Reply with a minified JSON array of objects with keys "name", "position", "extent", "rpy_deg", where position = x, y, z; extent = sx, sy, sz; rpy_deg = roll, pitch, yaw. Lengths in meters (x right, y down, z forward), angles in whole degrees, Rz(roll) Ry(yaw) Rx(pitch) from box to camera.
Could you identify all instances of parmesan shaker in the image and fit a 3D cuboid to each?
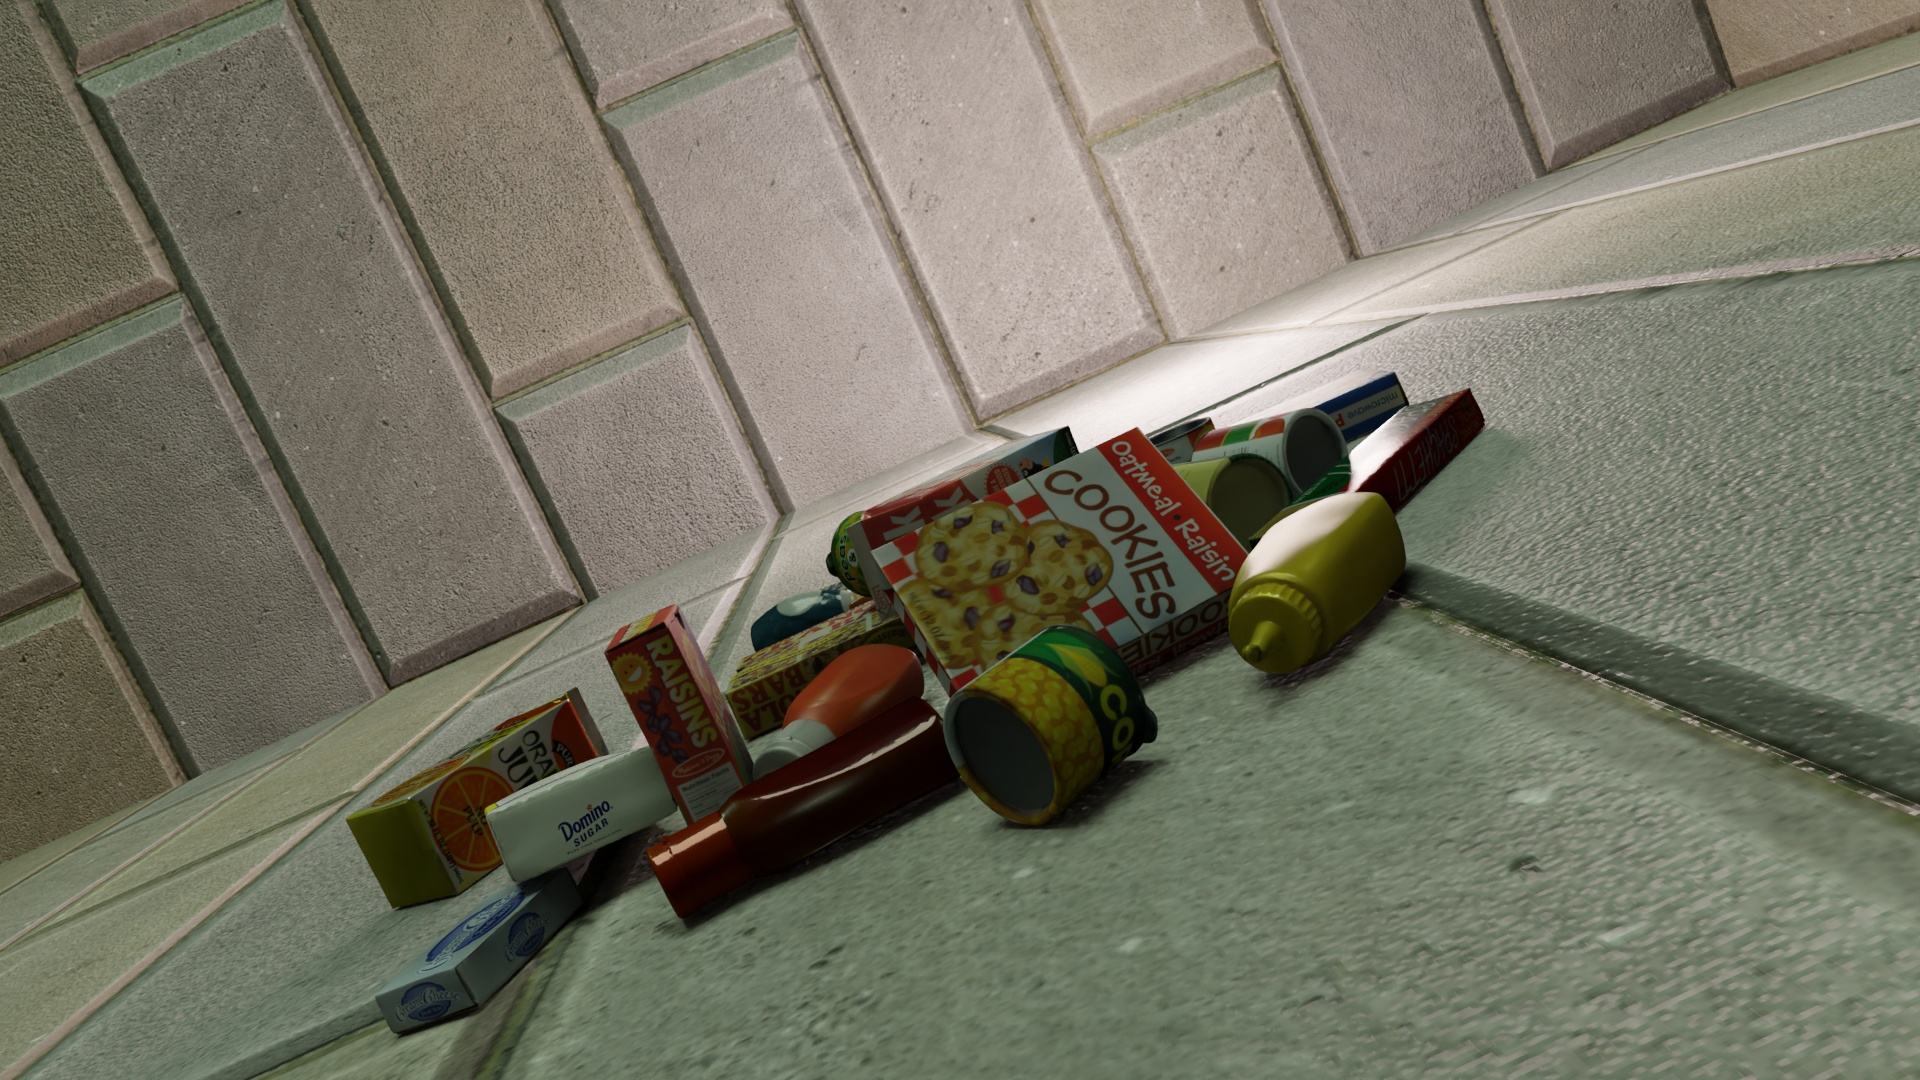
[{"name":"parmesan shaker","position":[0.152,-0.015,0.872],"extent":[0.071,0.071,0.103],"rpy_deg":[-27,9,-23]}]

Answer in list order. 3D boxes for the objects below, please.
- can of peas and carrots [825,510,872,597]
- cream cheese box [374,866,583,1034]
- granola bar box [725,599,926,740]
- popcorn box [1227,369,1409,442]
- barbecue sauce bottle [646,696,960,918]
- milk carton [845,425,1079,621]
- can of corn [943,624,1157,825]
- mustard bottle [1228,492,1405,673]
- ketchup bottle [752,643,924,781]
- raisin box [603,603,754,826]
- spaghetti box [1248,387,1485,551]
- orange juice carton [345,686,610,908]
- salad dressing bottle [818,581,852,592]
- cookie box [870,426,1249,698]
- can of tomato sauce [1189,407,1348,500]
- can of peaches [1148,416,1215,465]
[{"name":"can of peas and carrots","position":[-0.055,0.007,1.021],"extent":[0.071,0.071,0.058],"rpy_deg":[-29,9,-33]},{"name":"cream cheese box","position":[-0.240,0.205,0.699],"extent":[0.053,0.024,0.104],"rpy_deg":[-23,7,18]},{"name":"granola bar box","position":[-0.084,0.081,1.013],"extent":[0.166,0.039,0.124],"rpy_deg":[-24,7,-1]},{"name":"popcorn box","position":[0.282,-0.095,1.106],"extent":[0.127,0.038,0.085],"rpy_deg":[-23,9,2]},{"name":"barbecue sauce bottle","position":[-0.074,0.127,0.661],"extent":[0.149,0.043,0.065],"rpy_deg":[-27,8,-15]},{"name":"milk carton","position":[0.004,-0.012,0.981],"extent":[0.191,0.072,0.073],"rpy_deg":[-27,10,-37]},{"name":"can of corn","position":[0.037,0.078,0.582],"extent":[0.058,0.071,0.071],"rpy_deg":[-31,10,-39]},{"name":"mustard bottle","position":[0.158,0.024,0.640],"extent":[0.065,0.048,0.161],"rpy_deg":[-19,10,37]},{"name":"ketchup bottle","position":[-0.072,0.104,0.799],"extent":[0.064,0.043,0.149],"rpy_deg":[-8,13,20]},{"name":"raisin box","position":[-0.147,0.101,0.757],"extent":[0.040,0.123,0.086],"rpy_deg":[-25,7,-5]},{"name":"spaghetti box","position":[0.255,-0.039,0.848],"extent":[0.050,0.028,0.251],"rpy_deg":[-16,11,43]},{"name":"orange juice carton","position":[-0.320,0.173,0.977],"extent":[0.073,0.071,0.193],"rpy_deg":[-19,9,32]},{"name":"salad dressing bottle","position":[-0.074,0.046,1.194],"extent":[0.147,0.044,0.064],"rpy_deg":[-22,7,13]},{"name":"cookie box","position":[0.056,0.022,0.731],"extent":[0.168,0.040,0.123],"rpy_deg":[-25,52,-12]},{"name":"can of tomato sauce","position":[0.206,-0.050,0.923],"extent":[0.071,0.071,0.083],"rpy_deg":[-29,10,-35]},{"name":"can of peaches","position":[0.180,-0.059,1.099],"extent":[0.071,0.058,0.071],"rpy_deg":[-24,7,3]}]
